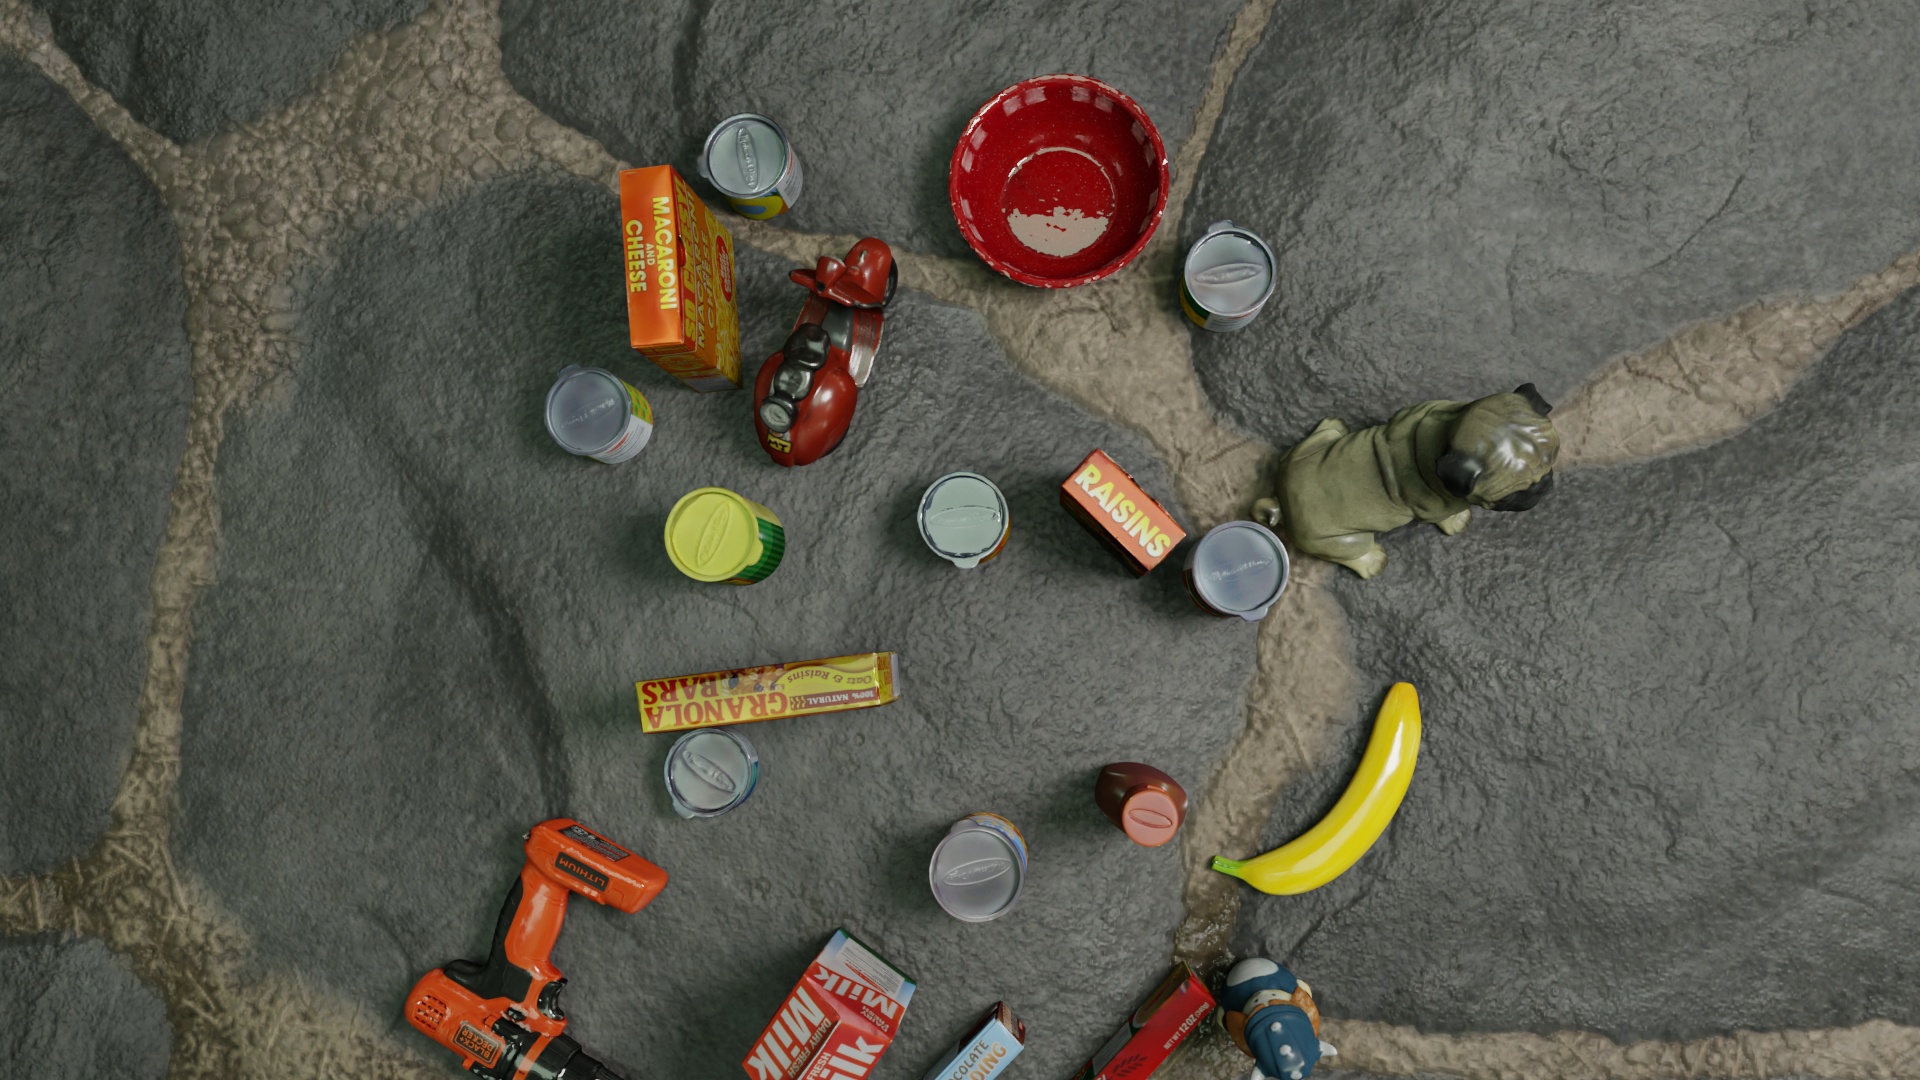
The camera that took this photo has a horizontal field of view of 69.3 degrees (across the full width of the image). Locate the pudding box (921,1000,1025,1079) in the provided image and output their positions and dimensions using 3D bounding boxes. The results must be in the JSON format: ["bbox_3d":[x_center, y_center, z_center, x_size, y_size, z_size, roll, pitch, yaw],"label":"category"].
[{"bbox_3d":[0.008,0.374,0.995,0.030,0.049,0.084,44,89,6],"label":"pudding box"}]

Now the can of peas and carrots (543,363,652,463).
[{"bbox_3d":[-0.274,-0.096,1.050,0.071,0.058,0.071,0,85,4],"label":"can of peas and carrots"}]

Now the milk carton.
[{"bbox_3d":[-0.088,0.328,0.934,0.073,0.190,0.072,35,89,6],"label":"milk carton"}]

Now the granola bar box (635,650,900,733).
[{"bbox_3d":[-0.131,0.107,0.990,0.165,0.124,0.039,-7,85,3],"label":"granola bar box"}]

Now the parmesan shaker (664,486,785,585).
[{"bbox_3d":[-0.167,0.000,1.012,0.071,0.103,0.071,0,86,4],"label":"parmesan shaker"}]

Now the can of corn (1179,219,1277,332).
[{"bbox_3d":[0.196,-0.194,1.026,0.071,0.058,0.071,0,85,4],"label":"can of corn"}]

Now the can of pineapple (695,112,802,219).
[{"bbox_3d":[-0.159,-0.284,1.058,0.071,0.058,0.071,0,85,4],"label":"can of pineapple"}]

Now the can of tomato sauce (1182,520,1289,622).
[{"bbox_3d":[0.196,0.024,0.995,0.071,0.083,0.071,0,86,4],"label":"can of tomato sauce"}]

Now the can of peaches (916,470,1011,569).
[{"bbox_3d":[0.004,-0.013,1.024,0.071,0.058,0.071,0,85,4],"label":"can of peaches"}]

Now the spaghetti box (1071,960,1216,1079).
[{"bbox_3d":[0.086,0.403,0.987,0.029,0.050,0.250,43,89,6],"label":"spaghetti box"}]

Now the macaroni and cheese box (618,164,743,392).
[{"bbox_3d":[-0.197,-0.182,0.998,0.040,0.166,0.123,-6,85,4],"label":"macaroni and cheese box"}]

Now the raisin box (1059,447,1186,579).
[{"bbox_3d":[0.113,-0.017,0.984,0.040,0.123,0.086,-45,84,0],"label":"raisin box"}]

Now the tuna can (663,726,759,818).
[{"bbox_3d":[-0.186,0.173,1.034,0.071,0.033,0.071,0,85,4],"label":"tuna can"}]

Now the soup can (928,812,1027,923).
[{"bbox_3d":[0.014,0.228,0.990,0.071,0.083,0.071,0,86,4],"label":"soup can"}]

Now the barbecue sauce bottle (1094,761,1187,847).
[{"bbox_3d":[0.126,0.181,0.953,0.065,0.148,0.043,15,87,5],"label":"barbecue sauce bottle"}]
